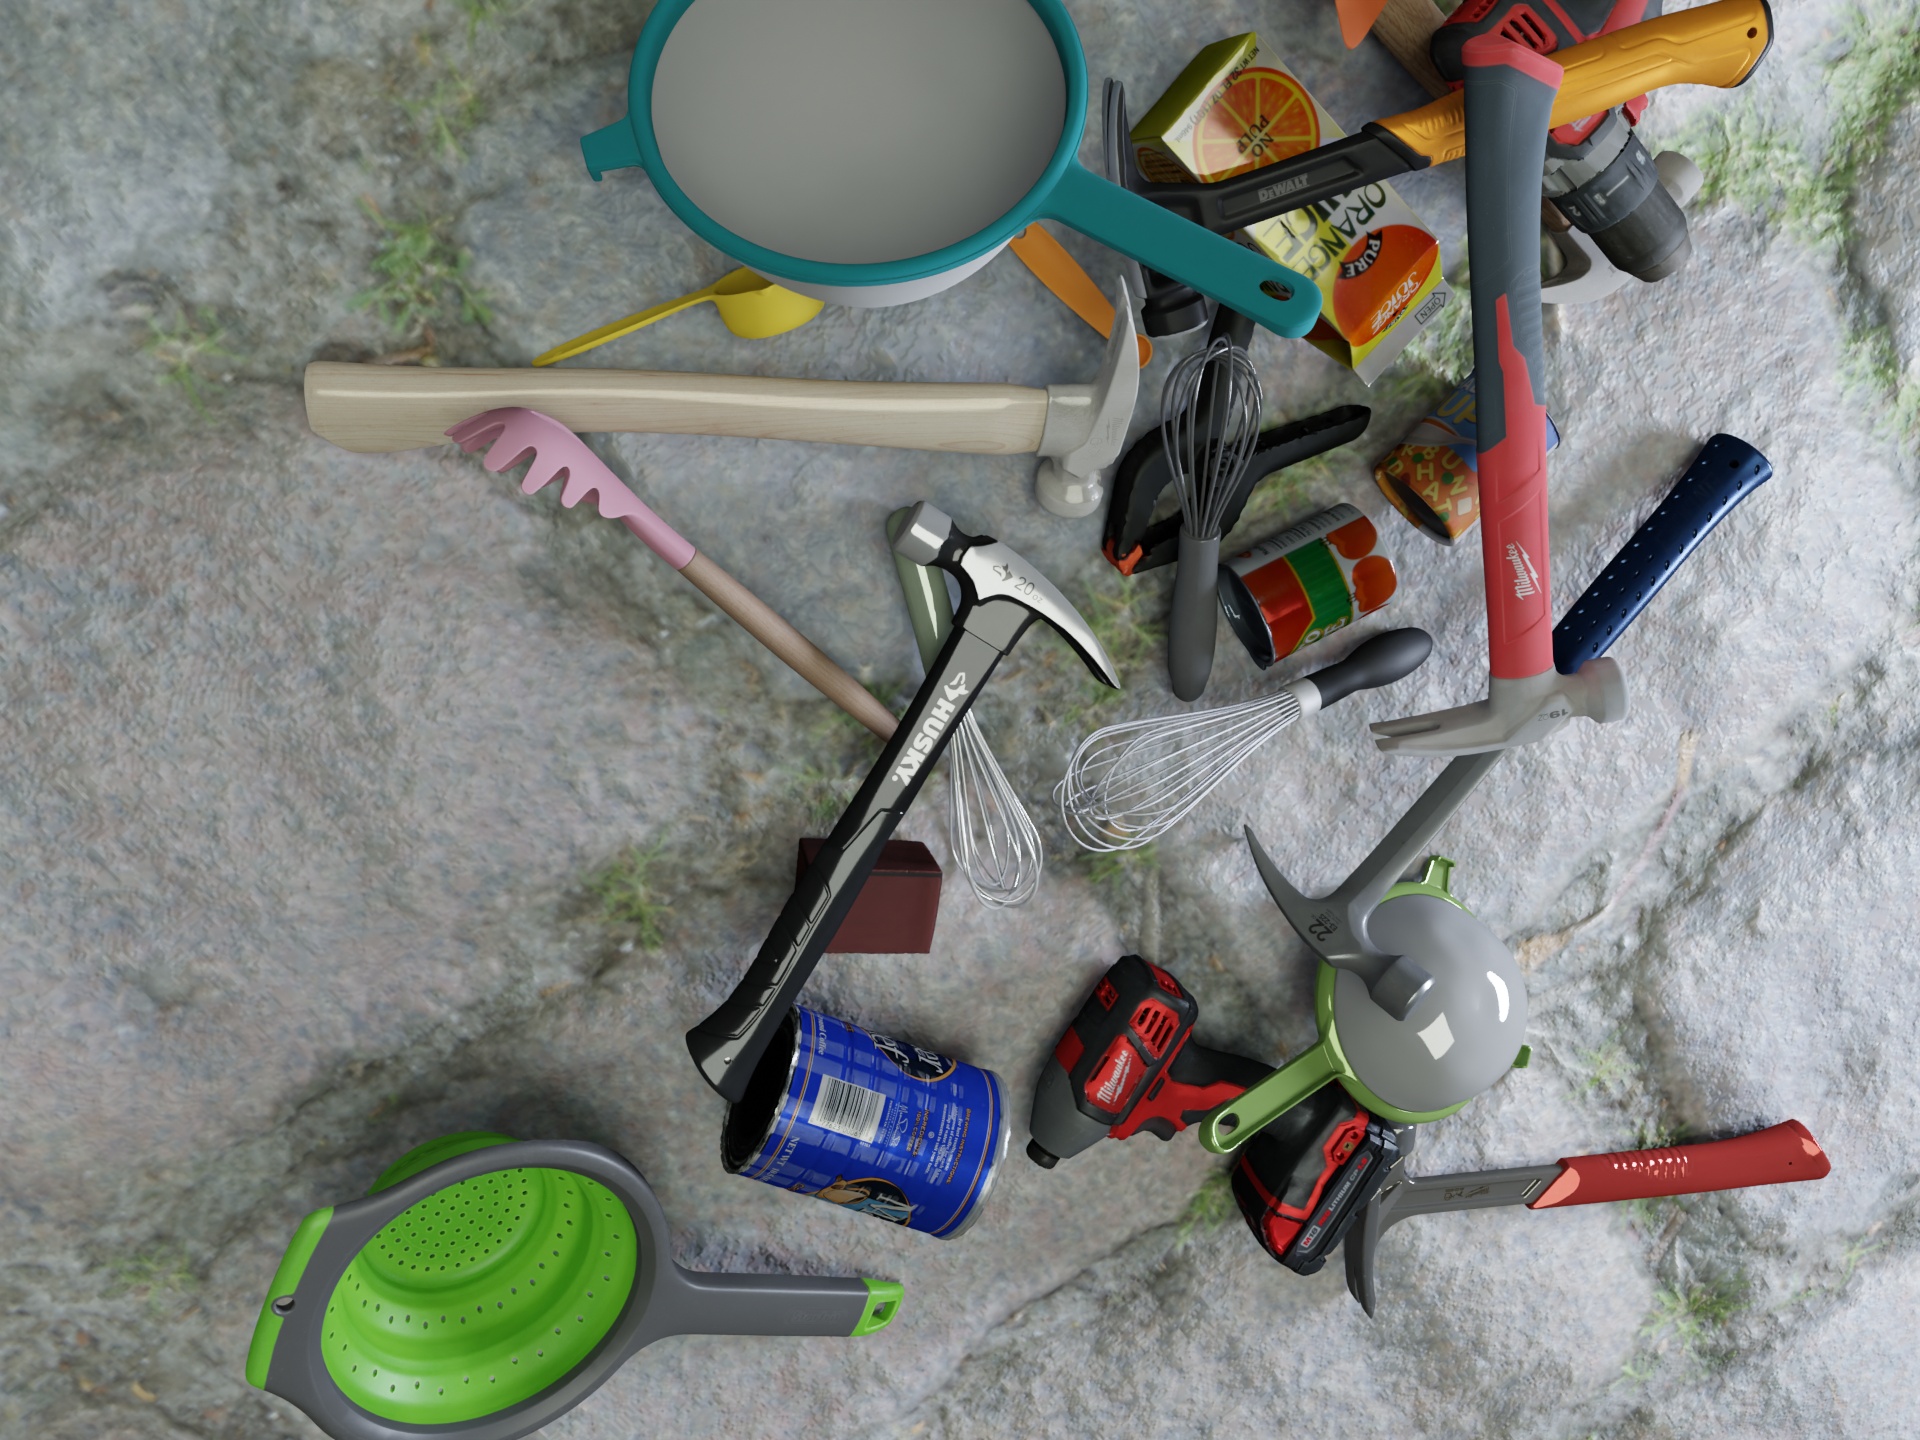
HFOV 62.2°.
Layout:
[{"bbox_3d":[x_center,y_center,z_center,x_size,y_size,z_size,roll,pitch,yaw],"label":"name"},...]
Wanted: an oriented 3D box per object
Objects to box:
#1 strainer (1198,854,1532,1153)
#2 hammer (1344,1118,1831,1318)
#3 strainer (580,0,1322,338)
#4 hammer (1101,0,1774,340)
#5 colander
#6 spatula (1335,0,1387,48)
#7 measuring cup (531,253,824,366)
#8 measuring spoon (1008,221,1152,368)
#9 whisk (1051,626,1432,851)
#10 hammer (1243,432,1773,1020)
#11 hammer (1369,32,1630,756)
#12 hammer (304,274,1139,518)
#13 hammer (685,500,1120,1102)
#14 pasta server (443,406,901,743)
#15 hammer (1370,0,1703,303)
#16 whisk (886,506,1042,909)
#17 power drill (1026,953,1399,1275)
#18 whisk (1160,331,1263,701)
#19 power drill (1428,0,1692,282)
[{"bbox_3d":[0.255,0.194,0.958,0.256,0.069,0.151,-24,94,-27],"label":"strainer"},{"bbox_3d":[0.443,0.330,1.115,0.359,0.037,0.149,-1,107,-13],"label":"hammer"},{"bbox_3d":[0.009,-0.248,0.758,0.340,0.095,0.211,29,74,8],"label":"strainer"},{"bbox_3d":[0.237,-0.300,0.787,0.337,0.034,0.127,-18,115,0],"label":"hammer"},{"bbox_3d":[-0.211,0.319,0.939,0.396,0.095,0.204,17,102,-36],"label":"colander"},{"bbox_3d":[0.307,-0.454,0.827,0.322,0.041,0.080,-31,128,-12],"label":"spatula"},{"bbox_3d":[-0.143,-0.200,0.816,0.156,0.062,0.029,-19,120,4],"label":"measuring cup"},{"bbox_3d":[0.062,-0.237,0.872,0.116,0.011,0.021,42,94,-17],"label":"measuring spoon"},{"bbox_3d":[0.170,-0.002,0.910,0.284,0.070,0.070,-24,112,-27],"label":"whisk"},{"bbox_3d":[0.340,-0.017,0.964,0.144,0.035,0.405,40,85,23],"label":"hammer"},{"bbox_3d":[0.273,-0.151,0.833,0.143,0.038,0.386,-11,121,6],"label":"hammer"},{"bbox_3d":[-0.115,-0.166,0.803,0.410,0.038,0.146,0,146,-9],"label":"hammer"},{"bbox_3d":[-0.046,0.059,0.866,0.146,0.035,0.335,31,90,-14],"label":"hammer"},{"bbox_3d":[-0.130,-0.063,0.836,0.316,0.060,0.040,41,85,-33],"label":"pasta server"},{"bbox_3d":[0.265,-0.355,0.872,0.331,0.031,0.130,38,94,-20],"label":"hammer"},{"bbox_3d":[-0.001,-0.003,0.909,0.058,0.059,0.246,-30,111,-43],"label":"whisk"},{"bbox_3d":[0.152,0.254,1.004,0.219,0.079,0.143,31,97,-17],"label":"power drill"},{"bbox_3d":[0.133,-0.101,0.872,0.055,0.055,0.238,-11,132,-10],"label":"whisk"},{"bbox_3d":[0.380,-0.367,0.841,0.187,0.080,0.226,41,96,-20],"label":"power drill"}]
